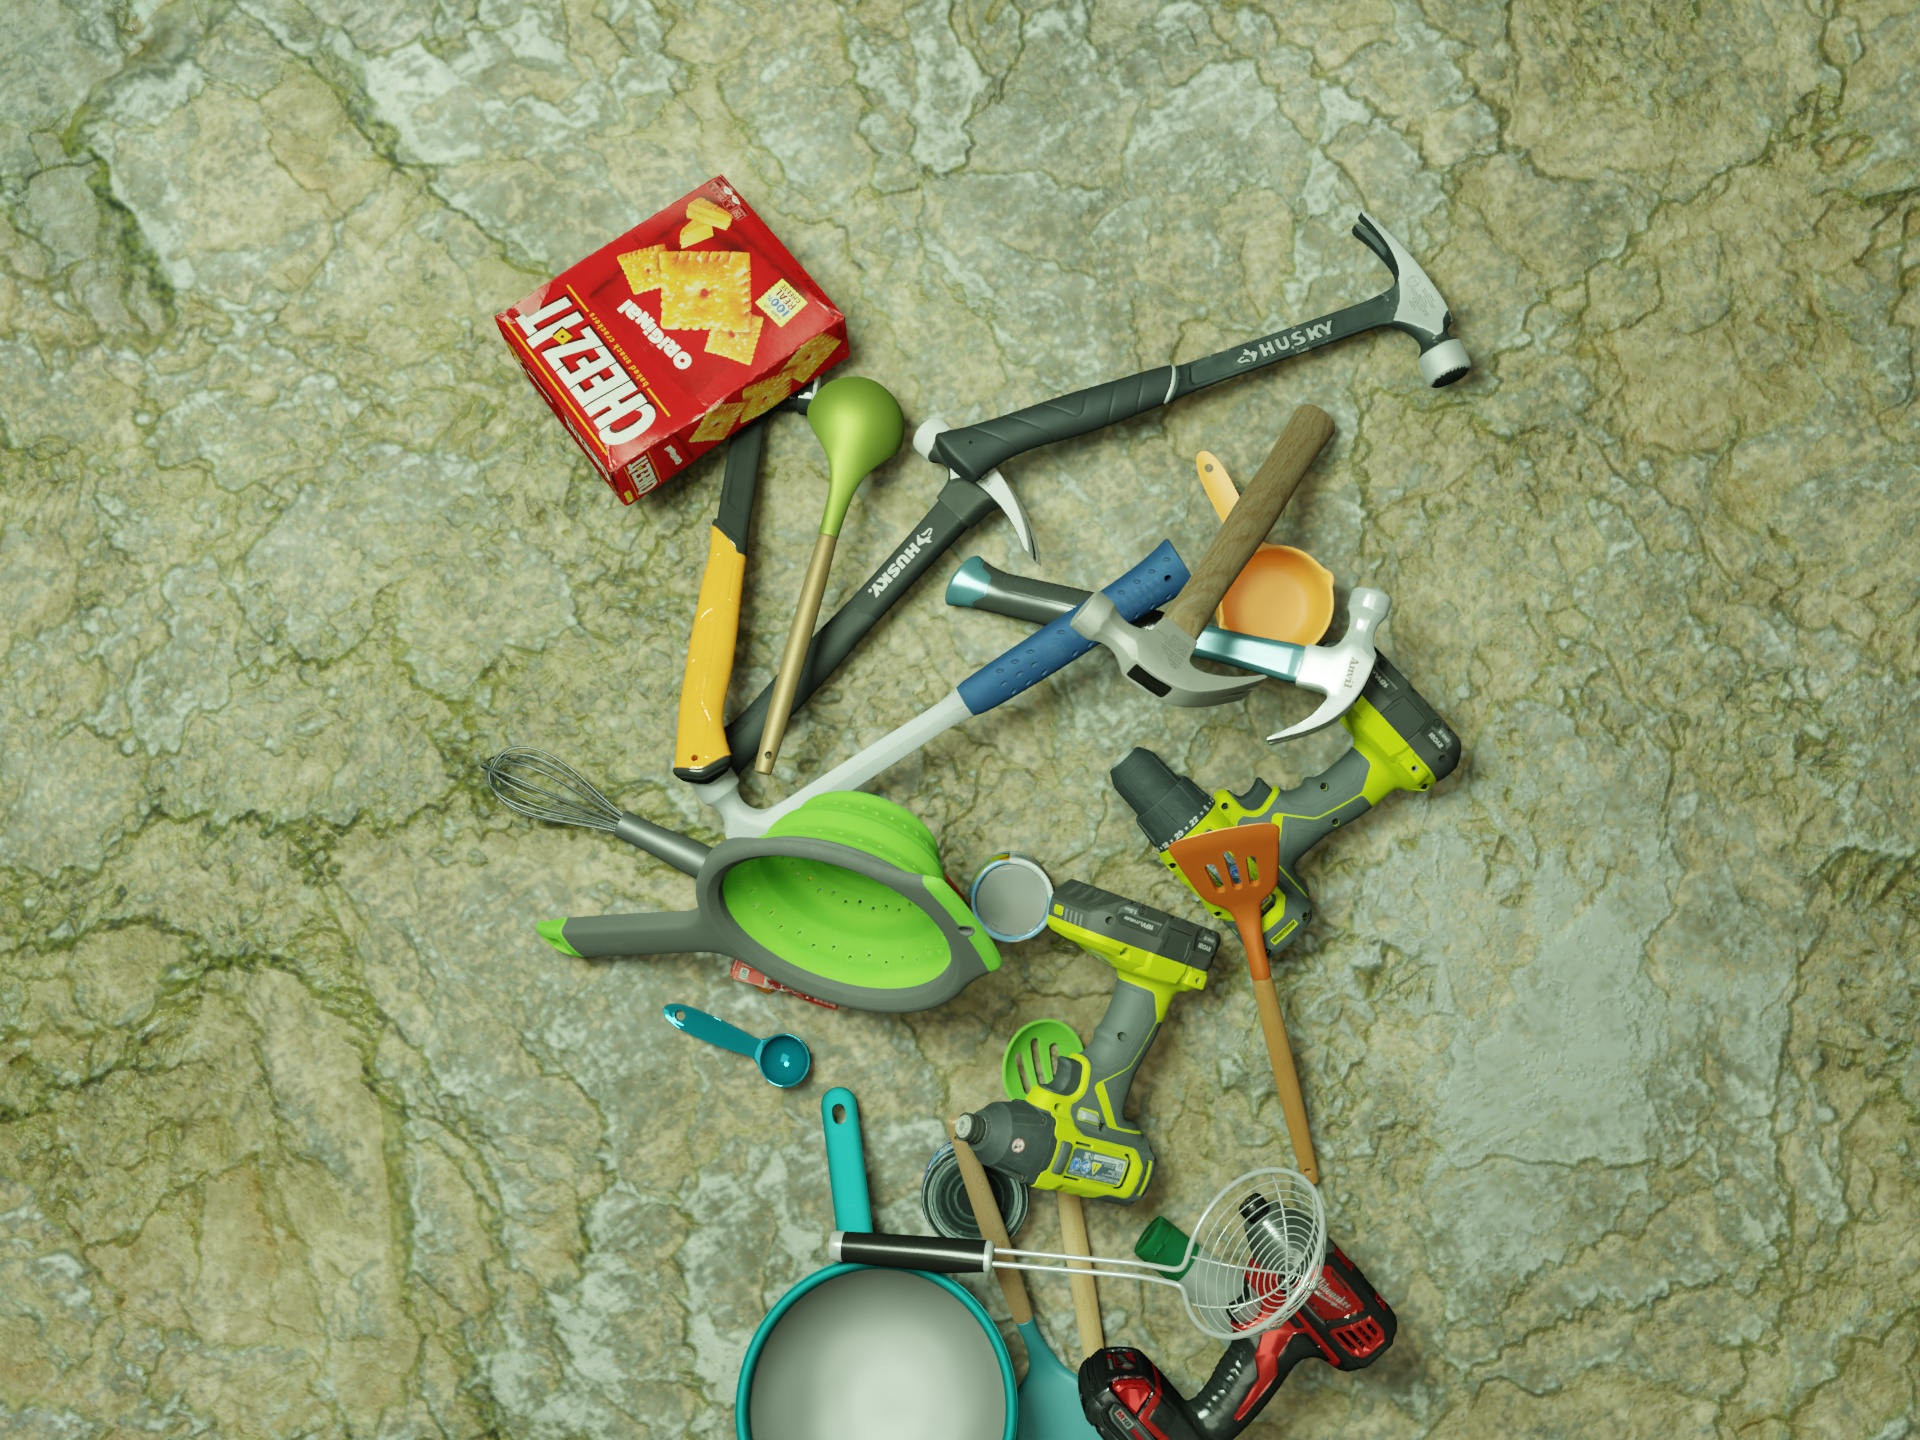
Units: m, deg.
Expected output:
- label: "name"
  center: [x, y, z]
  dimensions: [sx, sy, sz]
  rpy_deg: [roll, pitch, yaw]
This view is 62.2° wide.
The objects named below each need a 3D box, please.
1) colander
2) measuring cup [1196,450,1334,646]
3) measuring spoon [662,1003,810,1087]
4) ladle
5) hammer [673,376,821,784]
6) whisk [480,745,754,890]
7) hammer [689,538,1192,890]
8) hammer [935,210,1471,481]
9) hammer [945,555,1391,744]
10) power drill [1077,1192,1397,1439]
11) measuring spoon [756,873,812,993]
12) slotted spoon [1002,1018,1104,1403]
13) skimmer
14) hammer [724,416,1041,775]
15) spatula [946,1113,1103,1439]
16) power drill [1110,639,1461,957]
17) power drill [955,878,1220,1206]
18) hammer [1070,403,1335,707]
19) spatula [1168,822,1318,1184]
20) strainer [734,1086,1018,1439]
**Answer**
- label: "colander"
  center: [-0.149, 0.125, 1.181]
  dimensions: [0.397, 0.204, 0.095]
  rpy_deg: [-7, 45, 30]
- label: "measuring cup"
  center: [0.224, -0.128, 1.241]
  dimensions: [0.095, 0.052, 0.173]
  rpy_deg: [-26, 87, 1]
- label: "measuring spoon"
  center: [-0.177, 0.253, 1.268]
  dimensions: [0.128, 0.021, 0.042]
  rpy_deg: [21, 90, 11]
- label: "ladle"
  center: [-0.110, -0.113, 1.213]
  dimensions: [0.078, 0.062, 0.320]
  rpy_deg: [17, 81, -14]
- label: "hammer"
  center: [-0.189, -0.118, 1.223]
  dimensions: [0.127, 0.034, 0.337]
  rpy_deg: [5, 76, 1]
- label: "whisk"
  center: [-0.268, 0.083, 1.257]
  dimensions: [0.239, 0.055, 0.055]
  rpy_deg: [26, 90, -3]
- label: "hammer"
  center: [-0.002, -0.004, 1.200]
  dimensions: [0.405, 0.035, 0.144]
  rpy_deg: [-32, 102, 10]
- label: "hammer"
  center: [0.177, -0.269, 1.218]
  dimensions: [0.409, 0.036, 0.149]
  rpy_deg: [-19, 78, -6]
- label: "hammer"
  center: [0.147, -0.071, 1.208]
  dimensions: [0.331, 0.033, 0.128]
  rpy_deg: [15, 86, 18]
- label: "power drill"
  center: [0.199, 0.462, 1.181]
  dimensions: [0.219, 0.078, 0.143]
  rpy_deg: [-40, 89, 1]
- label: "measuring spoon"
  center: [-0.138, 0.162, 1.266]
  dimensions: [0.021, 0.011, 0.117]
  rpy_deg: [19, 90, 2]
- label: "slotted spoon"
  center: [0.085, 0.387, 1.251]
  dimensions: [0.070, 0.031, 0.314]
  rpy_deg: [-10, 91, -16]
- label: "skimmer"
  center: [0.077, 0.373, 1.141]
  dimensions: [0.363, 0.127, 0.090]
  rpy_deg: [0, 131, 12]
- label: "hammer"
  center: [-0.082, -0.072, 1.241]
  dimensions: [0.335, 0.035, 0.146]
  rpy_deg: [-47, 66, 5]
- label: "spatula"
  center: [0.042, 0.444, 1.220]
  dimensions: [0.082, 0.044, 0.317]
  rpy_deg: [-14, 106, 14]
- label: "power drill"
  center: [0.248, 0.043, 1.226]
  dimensions: [0.228, 0.080, 0.190]
  rpy_deg: [-42, 89, 3]
- label: "power drill"
  center: [0.096, 0.242, 1.194]
  dimensions: [0.171, 0.080, 0.223]
  rpy_deg: [23, 85, -32]
- label: "hammer"
  center: [0.204, -0.130, 1.155]
  dimensions: [0.130, 0.031, 0.331]
  rpy_deg: [39, 53, -3]
- label: "spatula"
  center: [0.231, 0.218, 1.197]
  dimensions: [0.081, 0.041, 0.322]
  rpy_deg: [-12, 108, 13]
- label: "strainer"
  center: [-0.069, 0.460, 1.234]
  dimensions: [0.211, 0.095, 0.341]
  rpy_deg: [-10, 69, 2]
